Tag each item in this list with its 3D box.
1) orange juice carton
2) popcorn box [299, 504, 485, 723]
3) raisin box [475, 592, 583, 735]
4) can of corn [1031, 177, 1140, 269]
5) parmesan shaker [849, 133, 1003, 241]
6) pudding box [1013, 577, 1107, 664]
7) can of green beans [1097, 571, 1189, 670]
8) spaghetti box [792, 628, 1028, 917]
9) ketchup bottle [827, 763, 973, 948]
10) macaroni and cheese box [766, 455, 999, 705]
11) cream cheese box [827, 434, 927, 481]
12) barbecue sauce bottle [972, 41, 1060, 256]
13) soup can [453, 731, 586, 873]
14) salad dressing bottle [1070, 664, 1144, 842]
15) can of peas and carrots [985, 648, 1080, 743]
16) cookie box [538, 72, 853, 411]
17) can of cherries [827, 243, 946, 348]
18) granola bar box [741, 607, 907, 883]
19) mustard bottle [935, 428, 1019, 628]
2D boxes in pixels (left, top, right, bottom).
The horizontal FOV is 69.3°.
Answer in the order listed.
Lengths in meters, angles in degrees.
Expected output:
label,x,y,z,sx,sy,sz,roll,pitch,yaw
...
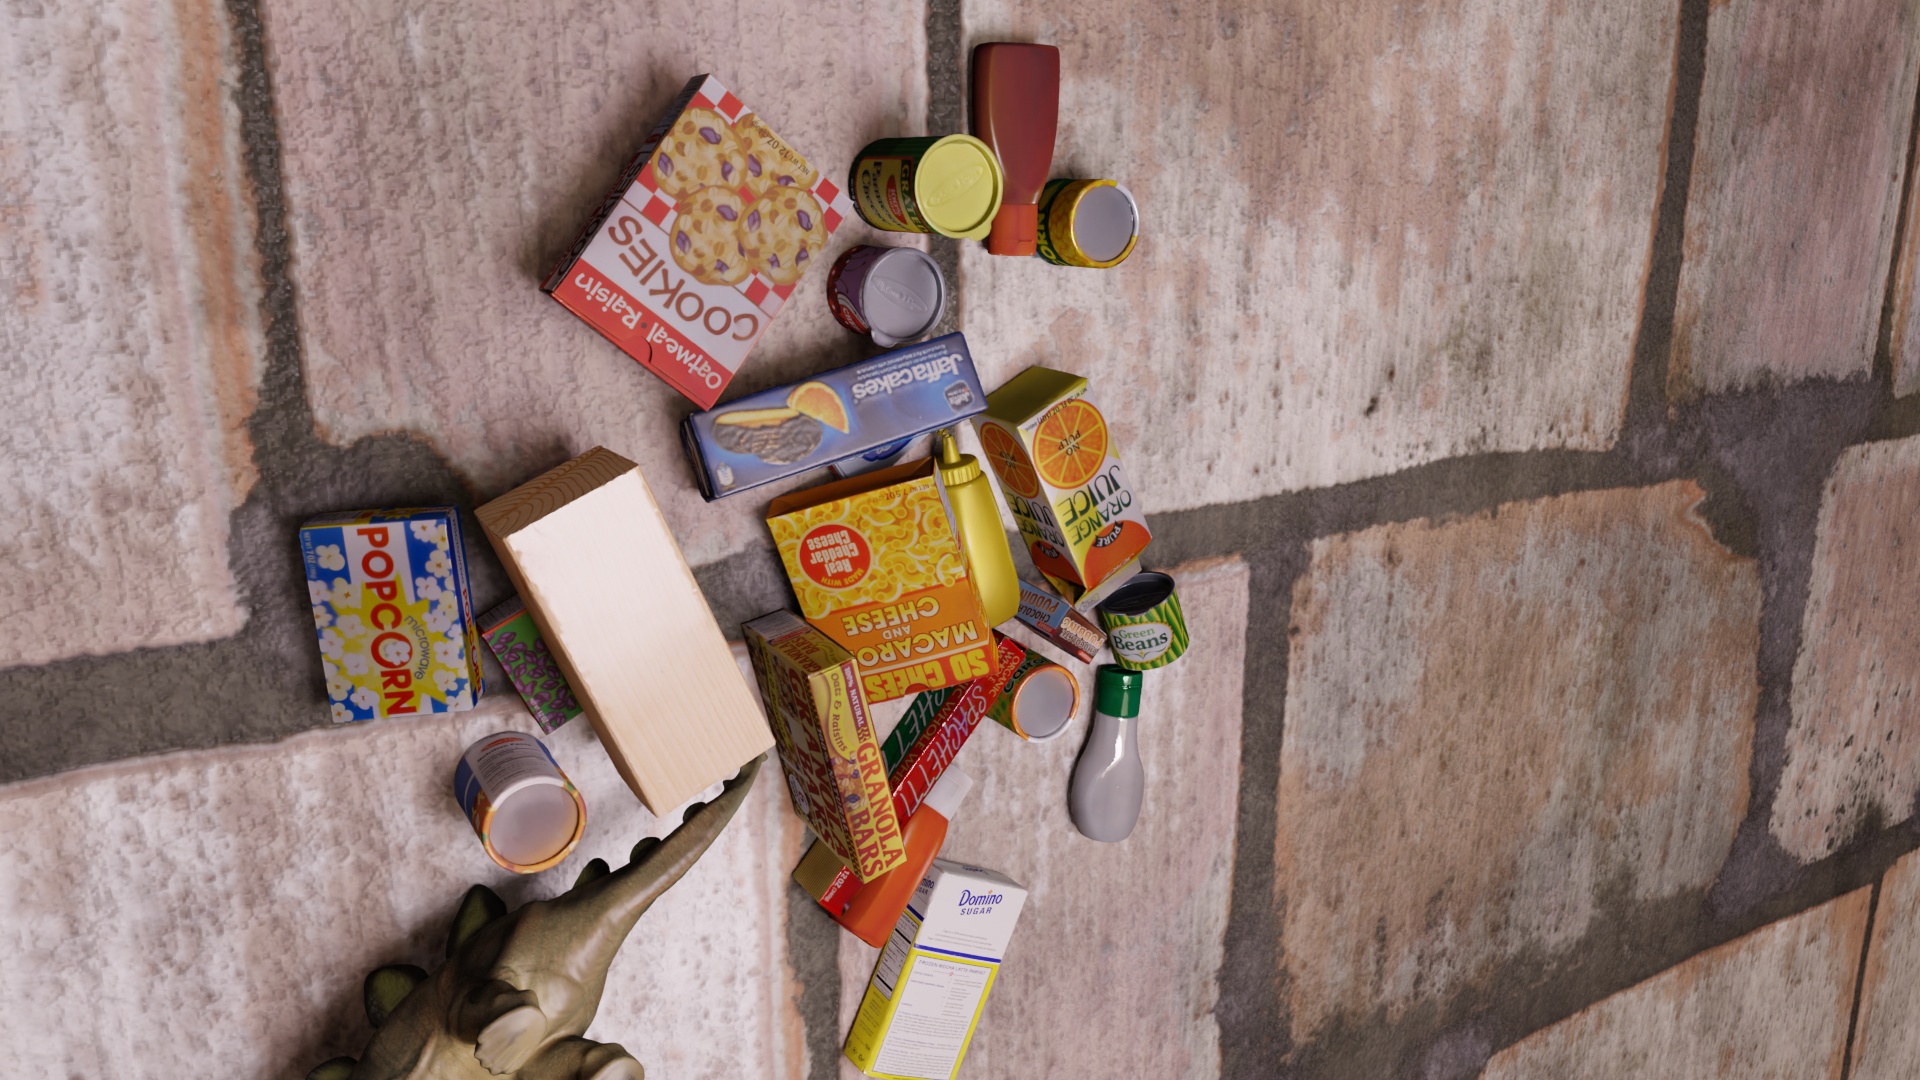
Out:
label,x,y,z,sx,sy,sz,roll,pitch,yaw
orange juice carton,0.086,-0.034,1.085,0.072,0.073,0.192,-35,118,-19
popcorn box,-0.344,0.044,0.848,0.085,0.038,0.126,-5,106,-7
raisin box,-0.247,0.058,0.926,0.124,0.040,0.085,-34,117,-21
can of corn,0.091,-0.237,1.045,0.071,0.058,0.071,-8,106,-29
parmesan shaker,-0.025,-0.239,0.947,0.071,0.103,0.071,-8,106,-29
pudding box,0.072,0.063,1.095,0.049,0.084,0.030,37,85,-33
can of green beans,0.152,0.067,1.155,0.071,0.071,0.057,-29,116,-22
spaghetti box,-0.038,0.172,1.076,0.028,0.050,0.250,41,80,-33
ketchup bottle,-0.044,0.242,1.086,0.043,0.064,0.149,39,72,-19
macaroni and cheese box,-0.053,0.035,1.003,0.124,0.040,0.165,-15,114,8
cream cheese box,-0.056,-0.086,1.014,0.104,0.024,0.053,-42,120,-16
barbecue sauce bottle,0.039,-0.283,1.011,0.065,0.044,0.148,-8,107,-29
soup can,-0.286,0.172,0.905,0.071,0.084,0.071,-9,108,-29
salad dressing bottle,0.130,0.181,1.185,0.064,0.044,0.147,1,101,-29
can of peas and carrots,0.053,0.121,1.113,0.071,0.059,0.070,-9,107,-30
cookie box,-0.163,-0.186,0.873,0.123,0.040,0.167,38,82,-31
can of cherries,-0.054,-0.172,0.974,0.072,0.058,0.071,-9,108,-30
granola bar box,-0.097,0.142,0.988,0.039,0.124,0.165,-22,113,-24
mustard bottle,0.004,-0.013,1.044,0.049,0.065,0.159,-24,114,-31
